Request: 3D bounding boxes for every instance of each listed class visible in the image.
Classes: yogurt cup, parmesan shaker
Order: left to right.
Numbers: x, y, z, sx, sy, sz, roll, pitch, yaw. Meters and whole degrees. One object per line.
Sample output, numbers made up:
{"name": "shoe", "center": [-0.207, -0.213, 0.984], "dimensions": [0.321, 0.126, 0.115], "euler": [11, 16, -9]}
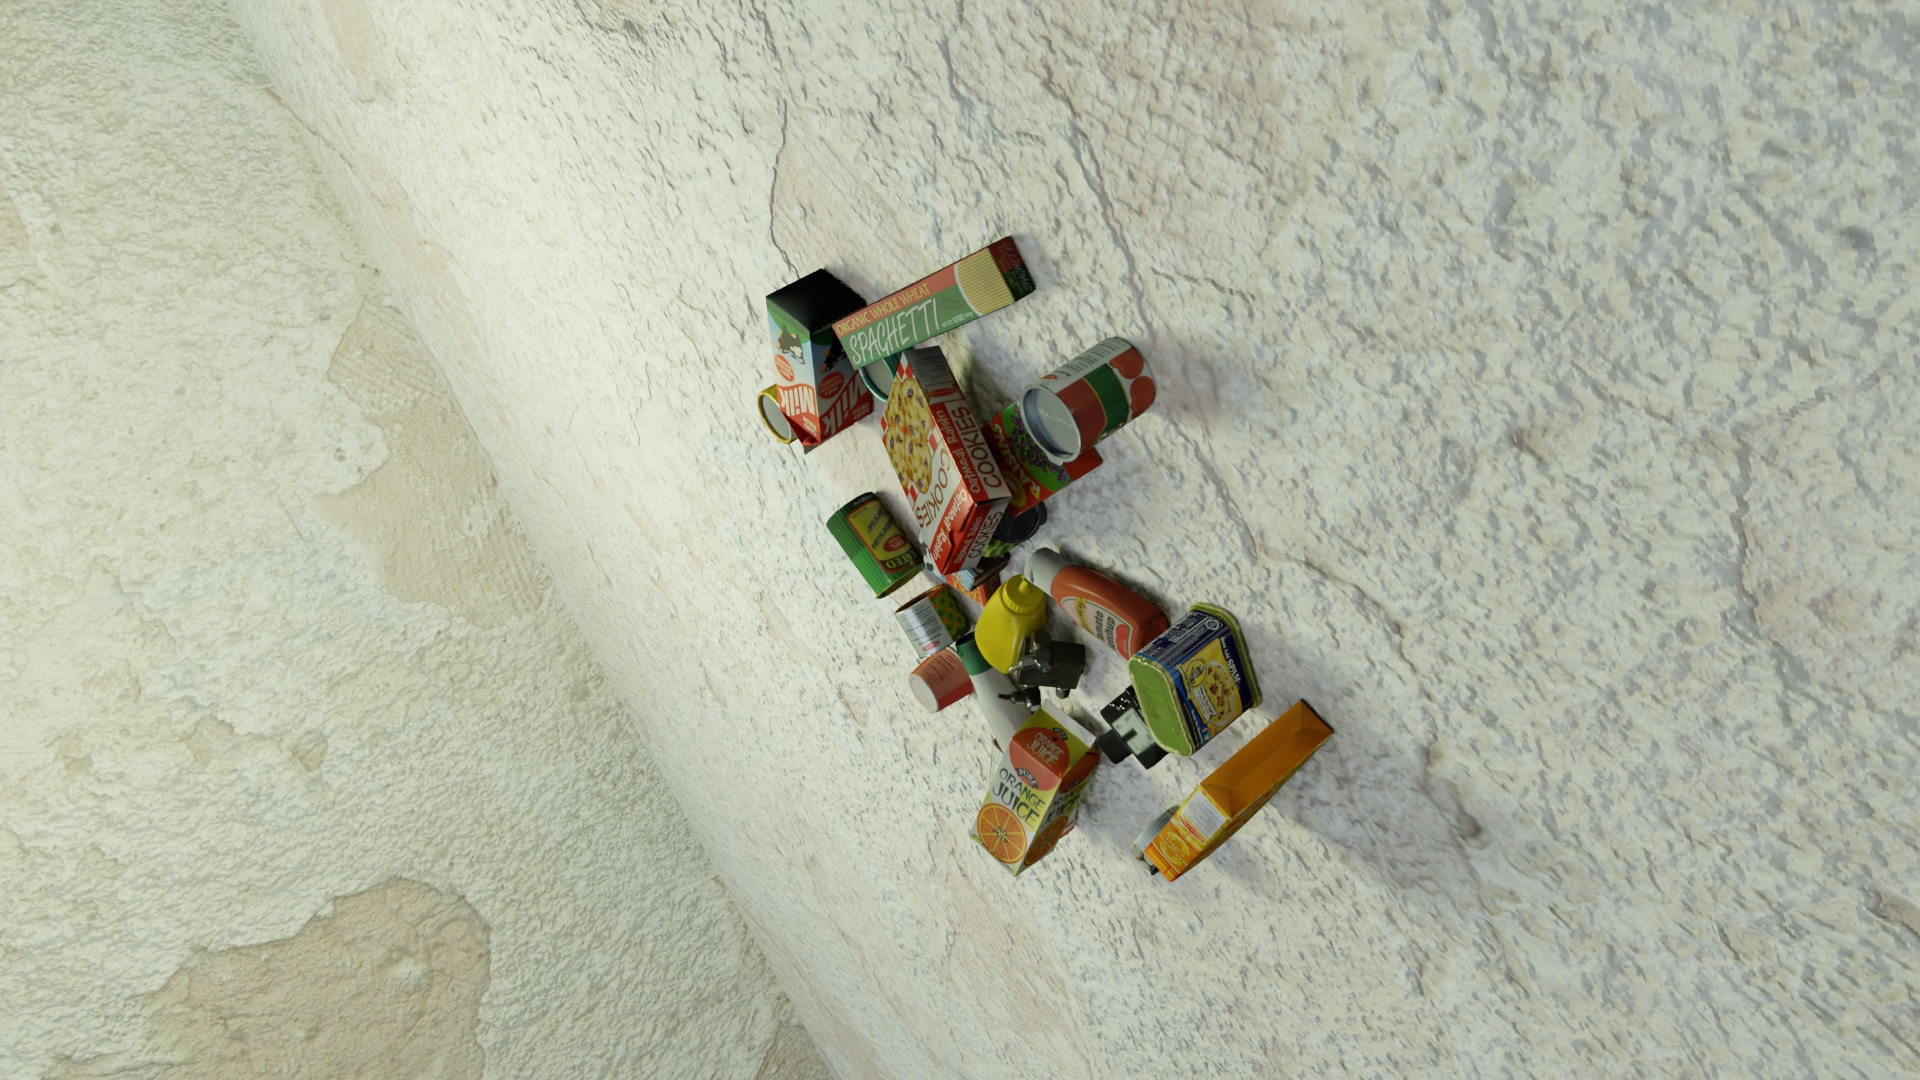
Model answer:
{"name": "parmesan shaker", "center": [-0.096, 0.006, 1.535], "dimensions": [0.103, 0.071, 0.071], "euler": [53, 154, 7]}
{"name": "yogurt cup", "center": [-0.024, 0.163, 1.611], "dimensions": [0.072, 0.054, 0.072], "euler": [39, 149, 30]}

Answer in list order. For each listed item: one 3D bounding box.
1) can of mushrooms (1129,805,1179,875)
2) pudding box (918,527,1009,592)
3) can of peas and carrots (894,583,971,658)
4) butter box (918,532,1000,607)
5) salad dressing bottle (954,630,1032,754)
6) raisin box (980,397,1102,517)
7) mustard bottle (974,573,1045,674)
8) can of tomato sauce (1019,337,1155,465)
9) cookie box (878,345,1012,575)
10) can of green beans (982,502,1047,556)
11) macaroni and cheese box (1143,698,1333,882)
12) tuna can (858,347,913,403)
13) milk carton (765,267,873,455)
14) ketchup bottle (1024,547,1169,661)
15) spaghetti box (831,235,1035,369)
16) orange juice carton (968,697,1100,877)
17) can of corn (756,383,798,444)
{"name": "can of mushrooms", "center": [0.200, 0.294, 1.362], "dimensions": [0.033, 0.071, 0.070], "euler": [45, 152, 22]}
{"name": "pudding box", "center": [0.003, 0.005, 1.390], "dimensions": [0.084, 0.050, 0.030], "euler": [47, 154, 19]}
{"name": "can of peas and carrots", "center": [-0.031, 0.087, 1.526], "dimensions": [0.058, 0.071, 0.071], "euler": [60, 154, -6]}
{"name": "butter box", "center": [0.000, 0.026, 1.448], "dimensions": [0.104, 0.024, 0.052], "euler": [32, 145, 42]}
{"name": "salad dressing bottle", "center": [0.041, 0.170, 1.520], "dimensions": [0.064, 0.044, 0.147], "euler": [-2, 117, 63]}
{"name": "raisin box", "center": [0.061, -0.078, 1.209], "dimensions": [0.086, 0.040, 0.123], "euler": [56, 153, -1]}
{"name": "mustard bottle", "center": [0.055, 0.074, 1.379], "dimensions": [0.065, 0.049, 0.159], "euler": [46, 152, 18]}
{"name": "can of tomato sauce", "center": [0.098, -0.106, 1.061], "dimensions": [0.071, 0.083, 0.070], "euler": [40, 150, 30]}
{"name": "cookie box", "center": [-0.019, -0.070, 1.242], "dimensions": [0.168, 0.040, 0.122], "euler": [66, 155, 24]}
{"name": "can of green beans", "center": [0.034, -0.022, 1.286], "dimensions": [0.071, 0.071, 0.057], "euler": [56, 155, 1]}
{"name": "macaroni and cheese box", "center": [0.228, 0.212, 1.153], "dimensions": [0.040, 0.124, 0.165], "euler": [48, 153, 19]}
{"name": "tuna can", "center": [-0.068, -0.166, 1.336], "dimensions": [0.071, 0.033, 0.070], "euler": [41, 150, 30]}
{"name": "milk carton", "center": [-0.140, -0.171, 1.409], "dimensions": [0.073, 0.072, 0.189], "euler": [40, 150, 30]}
{"name": "ketchup bottle", "center": [0.121, 0.055, 1.252], "dimensions": [0.149, 0.044, 0.064], "euler": [35, 147, 38]}
{"name": "spaghetti box", "center": [-0.030, -0.200, 1.199], "dimensions": [0.249, 0.029, 0.050], "euler": [-12, 108, 54]}
{"name": "orange juice carton", "center": [0.083, 0.256, 1.467], "dimensions": [0.072, 0.073, 0.191], "euler": [38, 126, 26]}
{"name": "can of corn", "center": [-0.183, -0.147, 1.526], "dimensions": [0.071, 0.058, 0.070], "euler": [40, 149, 30]}
